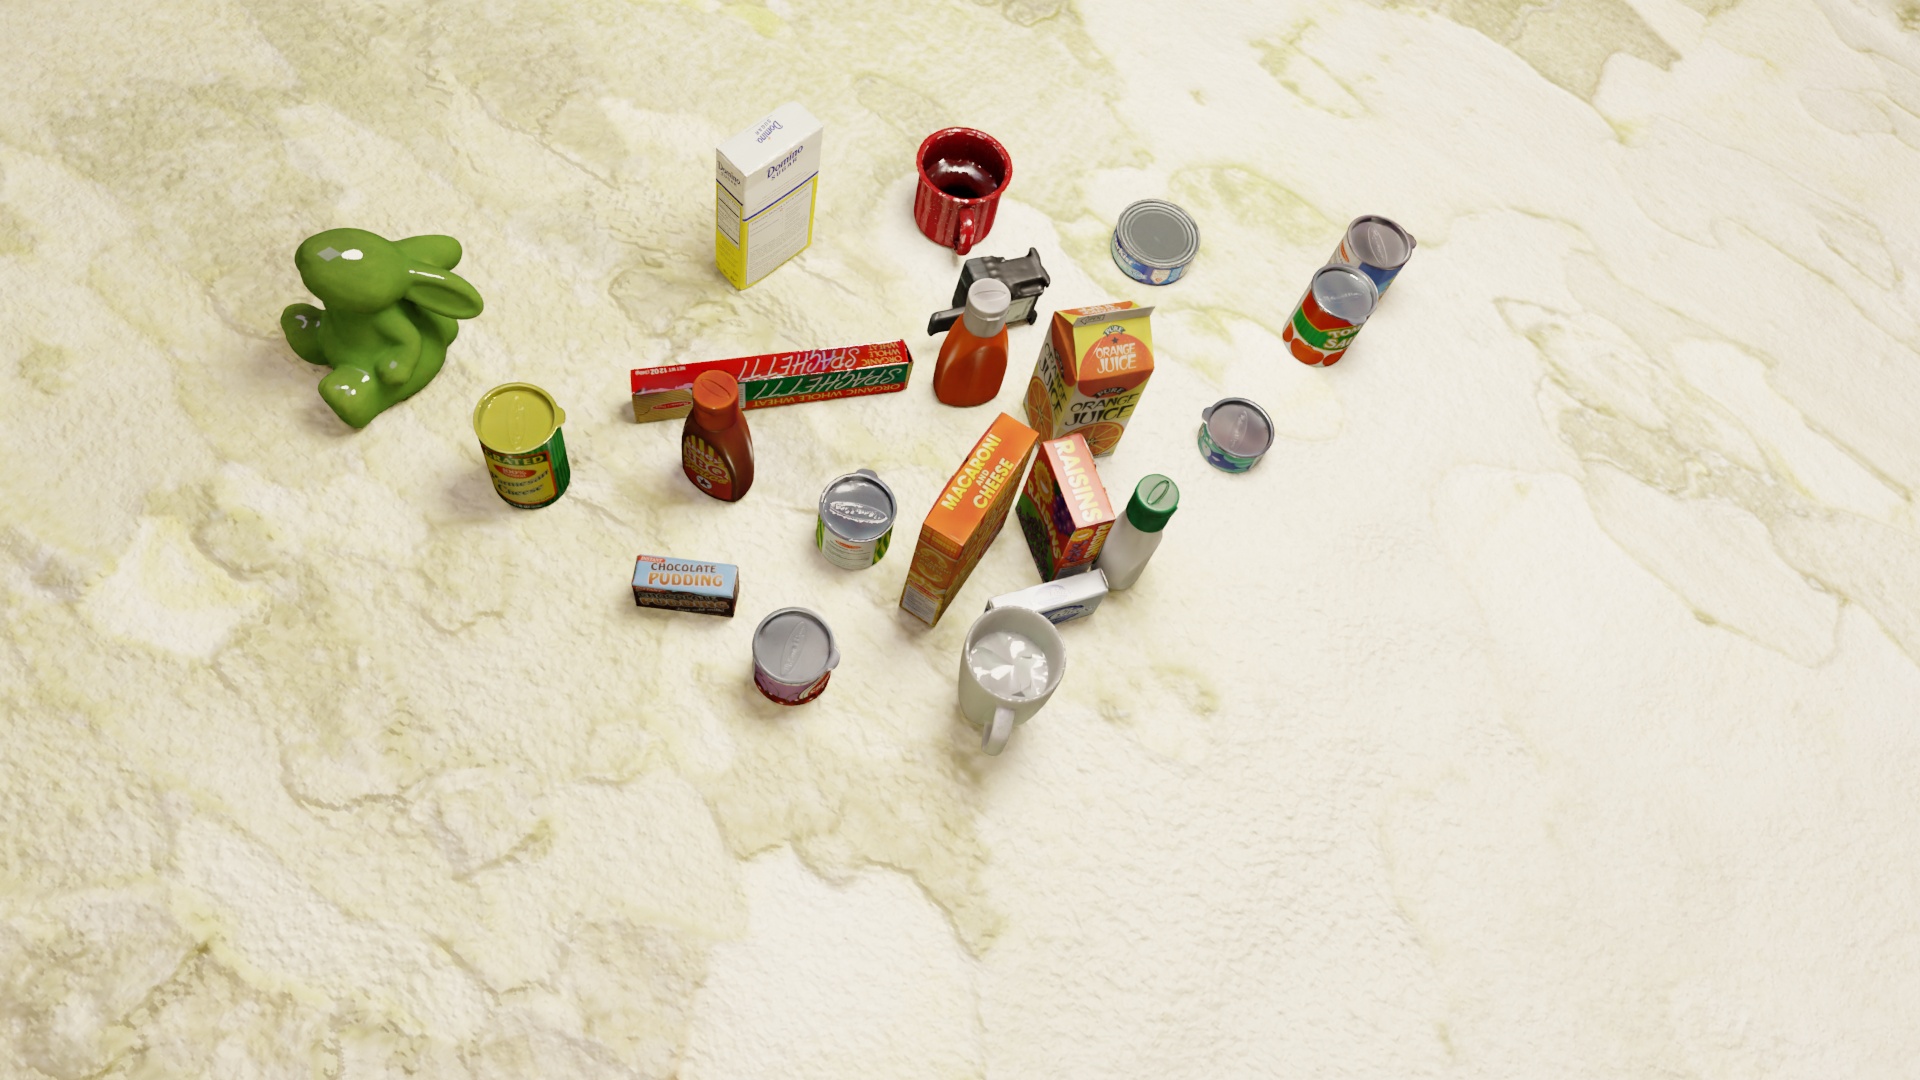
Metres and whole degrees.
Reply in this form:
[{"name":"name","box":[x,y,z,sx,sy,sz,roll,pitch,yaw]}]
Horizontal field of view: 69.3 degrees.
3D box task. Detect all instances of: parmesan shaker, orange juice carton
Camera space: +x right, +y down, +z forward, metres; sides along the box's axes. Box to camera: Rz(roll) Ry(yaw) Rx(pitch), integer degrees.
[{"name":"parmesan shaker","box":[-0.359,-0.076,1.151,0.071,0.102,0.071,4,64,-7]},{"name":"orange juice carton","box":[0.113,-0.145,1.212,0.072,0.191,0.073,-10,66,-14]}]

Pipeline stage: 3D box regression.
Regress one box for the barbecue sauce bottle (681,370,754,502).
[{"name":"barbecue sauce bottle","box":[-0.203,-0.088,1.157,0.065,0.148,0.044,32,64,7]}]

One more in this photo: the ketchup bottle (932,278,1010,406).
[{"name":"ketchup bottle","box":[0.015,-0.174,1.235,0.065,0.148,0.044,-9,66,-13]}]

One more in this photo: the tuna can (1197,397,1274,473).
[{"name":"tuna can","box":[0.255,-0.099,1.301,0.071,0.032,0.071,4,63,-7]}]

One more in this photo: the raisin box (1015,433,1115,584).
[{"name":"raisin box","box":[0.088,-0.024,1.186,0.040,0.122,0.086,-13,67,-15]}]

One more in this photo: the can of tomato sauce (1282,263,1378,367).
[{"name":"can of tomato sauce","box":[0.358,-0.216,1.348,0.071,0.082,0.071,4,64,-7]}]

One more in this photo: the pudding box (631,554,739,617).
[{"name":"pudding box","box":[-0.226,0.037,1.147,0.084,0.049,0.030,7,63,-6]}]

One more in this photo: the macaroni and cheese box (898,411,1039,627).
[{"name":"macaroni and cheese box","box":[0.004,-0.014,1.144,0.040,0.165,0.124,31,64,7]}]

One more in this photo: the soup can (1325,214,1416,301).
[{"name":"soup can","box":[0.403,-0.272,1.382,0.071,0.083,0.071,4,64,-7]}]

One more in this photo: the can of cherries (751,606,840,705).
[{"name":"can of cherries","box":[-0.134,0.096,1.127,0.071,0.058,0.072,4,64,-7]}]

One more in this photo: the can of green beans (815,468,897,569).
[{"name":"can of green beans","box":[-0.090,-0.016,1.190,0.071,0.057,0.071,4,64,-7]}]

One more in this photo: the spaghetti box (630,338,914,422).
[{"name":"spaghetti box","box":[-0.168,-0.143,1.245,0.250,0.050,0.029,-9,66,-13]}]

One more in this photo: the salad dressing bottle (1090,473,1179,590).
[{"name":"salad dressing bottle","box":[0.149,-0.007,1.174,0.044,0.147,0.064,38,65,10]}]

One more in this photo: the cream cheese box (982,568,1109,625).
[{"name":"cream cheese box","box":[0.071,0.056,1.183,0.104,0.053,0.024,-14,67,-16]}]
